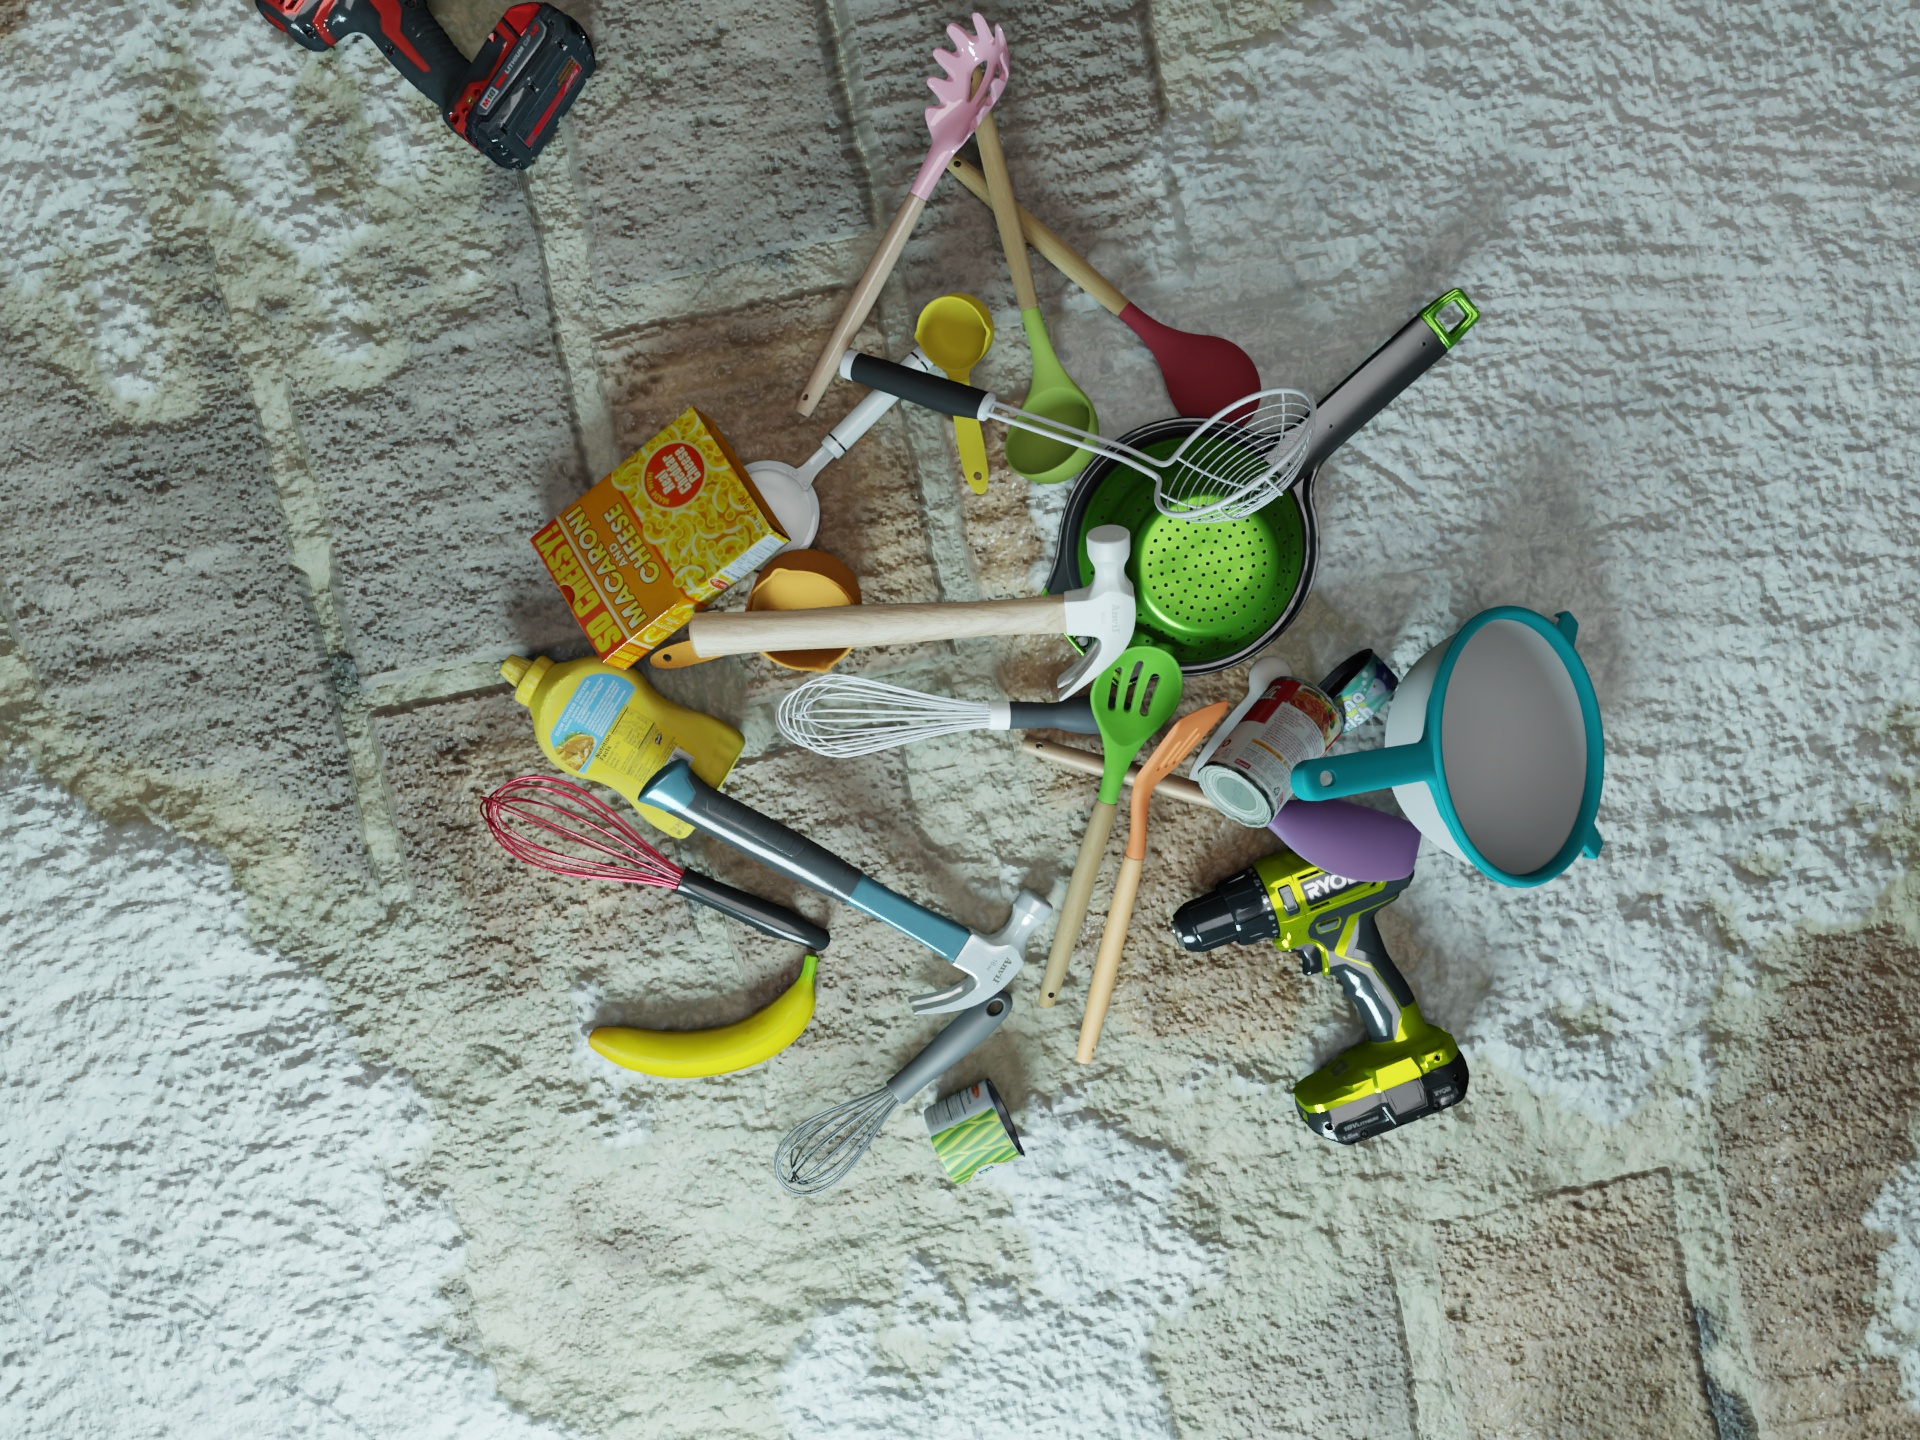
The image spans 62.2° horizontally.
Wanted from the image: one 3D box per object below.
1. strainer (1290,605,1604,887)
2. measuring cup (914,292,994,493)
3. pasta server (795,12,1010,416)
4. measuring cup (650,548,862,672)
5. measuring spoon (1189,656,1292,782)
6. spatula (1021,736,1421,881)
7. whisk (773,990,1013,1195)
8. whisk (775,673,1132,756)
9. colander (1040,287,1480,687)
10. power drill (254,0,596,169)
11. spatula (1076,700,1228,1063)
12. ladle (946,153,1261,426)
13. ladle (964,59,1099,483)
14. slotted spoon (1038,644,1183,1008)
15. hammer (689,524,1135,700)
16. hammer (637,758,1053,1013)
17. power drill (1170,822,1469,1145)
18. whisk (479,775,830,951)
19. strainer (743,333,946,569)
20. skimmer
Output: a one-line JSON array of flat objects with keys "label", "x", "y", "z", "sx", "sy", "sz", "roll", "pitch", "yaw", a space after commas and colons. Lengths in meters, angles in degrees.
[{"label": "strainer", "x": 0.342, "y": 0.028, "z": 1.183, "sx": 0.340, "sy": 0.095, "sz": 0.211, "roll": -7, "pitch": 90, "yaw": -35}, {"label": "measuring cup", "x": 0.006, "y": -0.253, "z": 1.228, "sx": 0.062, "sy": 0.029, "sz": 0.156, "roll": 1, "pitch": 119, "yaw": 23}, {"label": "pasta server", "x": -0.049, "y": -0.371, "z": 1.194, "sx": 0.060, "sy": 0.040, "sz": 0.316, "roll": 38, "pitch": 107, "yaw": 24}, {"label": "measuring cup", "x": -0.158, "y": -0.078, "z": 1.235, "sx": 0.173, "sy": 0.052, "sz": 0.095, "roll": -14, "pitch": 121, "yaw": 15}, {"label": "measuring spoon", "x": 0.222, "y": 0.003, "z": 1.268, "sx": 0.034, "sy": 0.018, "sz": 0.124, "roll": 35, "pitch": 94, "yaw": -4}, {"label": "spatula", "x": 0.199, "y": 0.063, "z": 1.242, "sx": 0.316, "sy": 0.018, "sz": 0.060, "roll": 16, "pitch": 74, "yaw": 9}, {"label": "whisk", "x": -0.053, "y": 0.296, "z": 1.278, "sx": 0.239, "sy": 0.055, "sz": 0.055, "roll": -39, "pitch": 95, "yaw": -2}, {"label": "whisk", "x": -0.002, "y": -0.003, "z": 1.245, "sx": 0.284, "sy": 0.070, "sz": 0.070, "roll": 0, "pitch": 95, "yaw": -6}, {"label": "colander", "x": 0.239, "y": -0.179, "z": 1.194, "sx": 0.397, "sy": 0.094, "sz": 0.204, "roll": -42, "pitch": 101, "yaw": 8}, {"label": "power drill", "x": -0.385, "y": -0.543, "z": 1.180, "sx": 0.226, "sy": 0.080, "sz": 0.188, "roll": 35, "pitch": 93, "yaw": -1}, {"label": "spatula", "x": 0.137, "y": 0.130, "z": 1.235, "sx": 0.041, "sy": 0.081, "sz": 0.322, "roll": 23, "pitch": 113, "yaw": 30}, {"label": "ladle", "x": 0.108, "y": -0.337, "z": 1.232, "sx": 0.315, "sy": 0.031, "sz": 0.069, "roll": 40, "pitch": 94, "yaw": -3}, {"label": "ladle", "x": 0.040, "y": -0.337, "z": 1.203, "sx": 0.078, "sy": 0.062, "sz": 0.320, "roll": -9, "pitch": 100, "yaw": 32}, {"label": "slotted spoon", "x": 0.105, "y": 0.086, "z": 1.243, "sx": 0.070, "sy": 0.031, "sz": 0.313, "roll": 11, "pitch": 107, "yaw": -11}, {"label": "hammer", "x": -0.036, "y": -0.071, "z": 1.181, "sx": 0.331, "sy": 0.031, "sz": 0.130, "roll": -3, "pitch": 123, "yaw": 6}, {"label": "hammer", "x": -0.095, "y": 0.121, "z": 1.233, "sx": 0.330, "sy": 0.033, "sz": 0.128, "roll": 30, "pitch": 94, "yaw": -16}, {"label": "power drill", "x": 0.288, "y": 0.210, "z": 1.260, "sx": 0.190, "sy": 0.080, "sz": 0.228, "roll": -21, "pitch": 92, "yaw": 0}, {"label": "whisk", "x": -0.238, "y": 0.118, "z": 1.251, "sx": 0.295, "sy": 0.073, "sz": 0.073, "roll": 24, "pitch": 94, "yaw": -8}, {"label": "strainer", "x": -0.105, "y": -0.208, "z": 1.233, "sx": 0.258, "sy": 0.050, "sz": 0.087, "roll": -45, "pitch": 81, "yaw": -1}, {"label": "skimmer", "x": 0.073, "y": -0.229, "z": 1.141, "sx": 0.363, "sy": 0.090, "sz": 0.127, "roll": 21, "pitch": 59, "yaw": 17}]
